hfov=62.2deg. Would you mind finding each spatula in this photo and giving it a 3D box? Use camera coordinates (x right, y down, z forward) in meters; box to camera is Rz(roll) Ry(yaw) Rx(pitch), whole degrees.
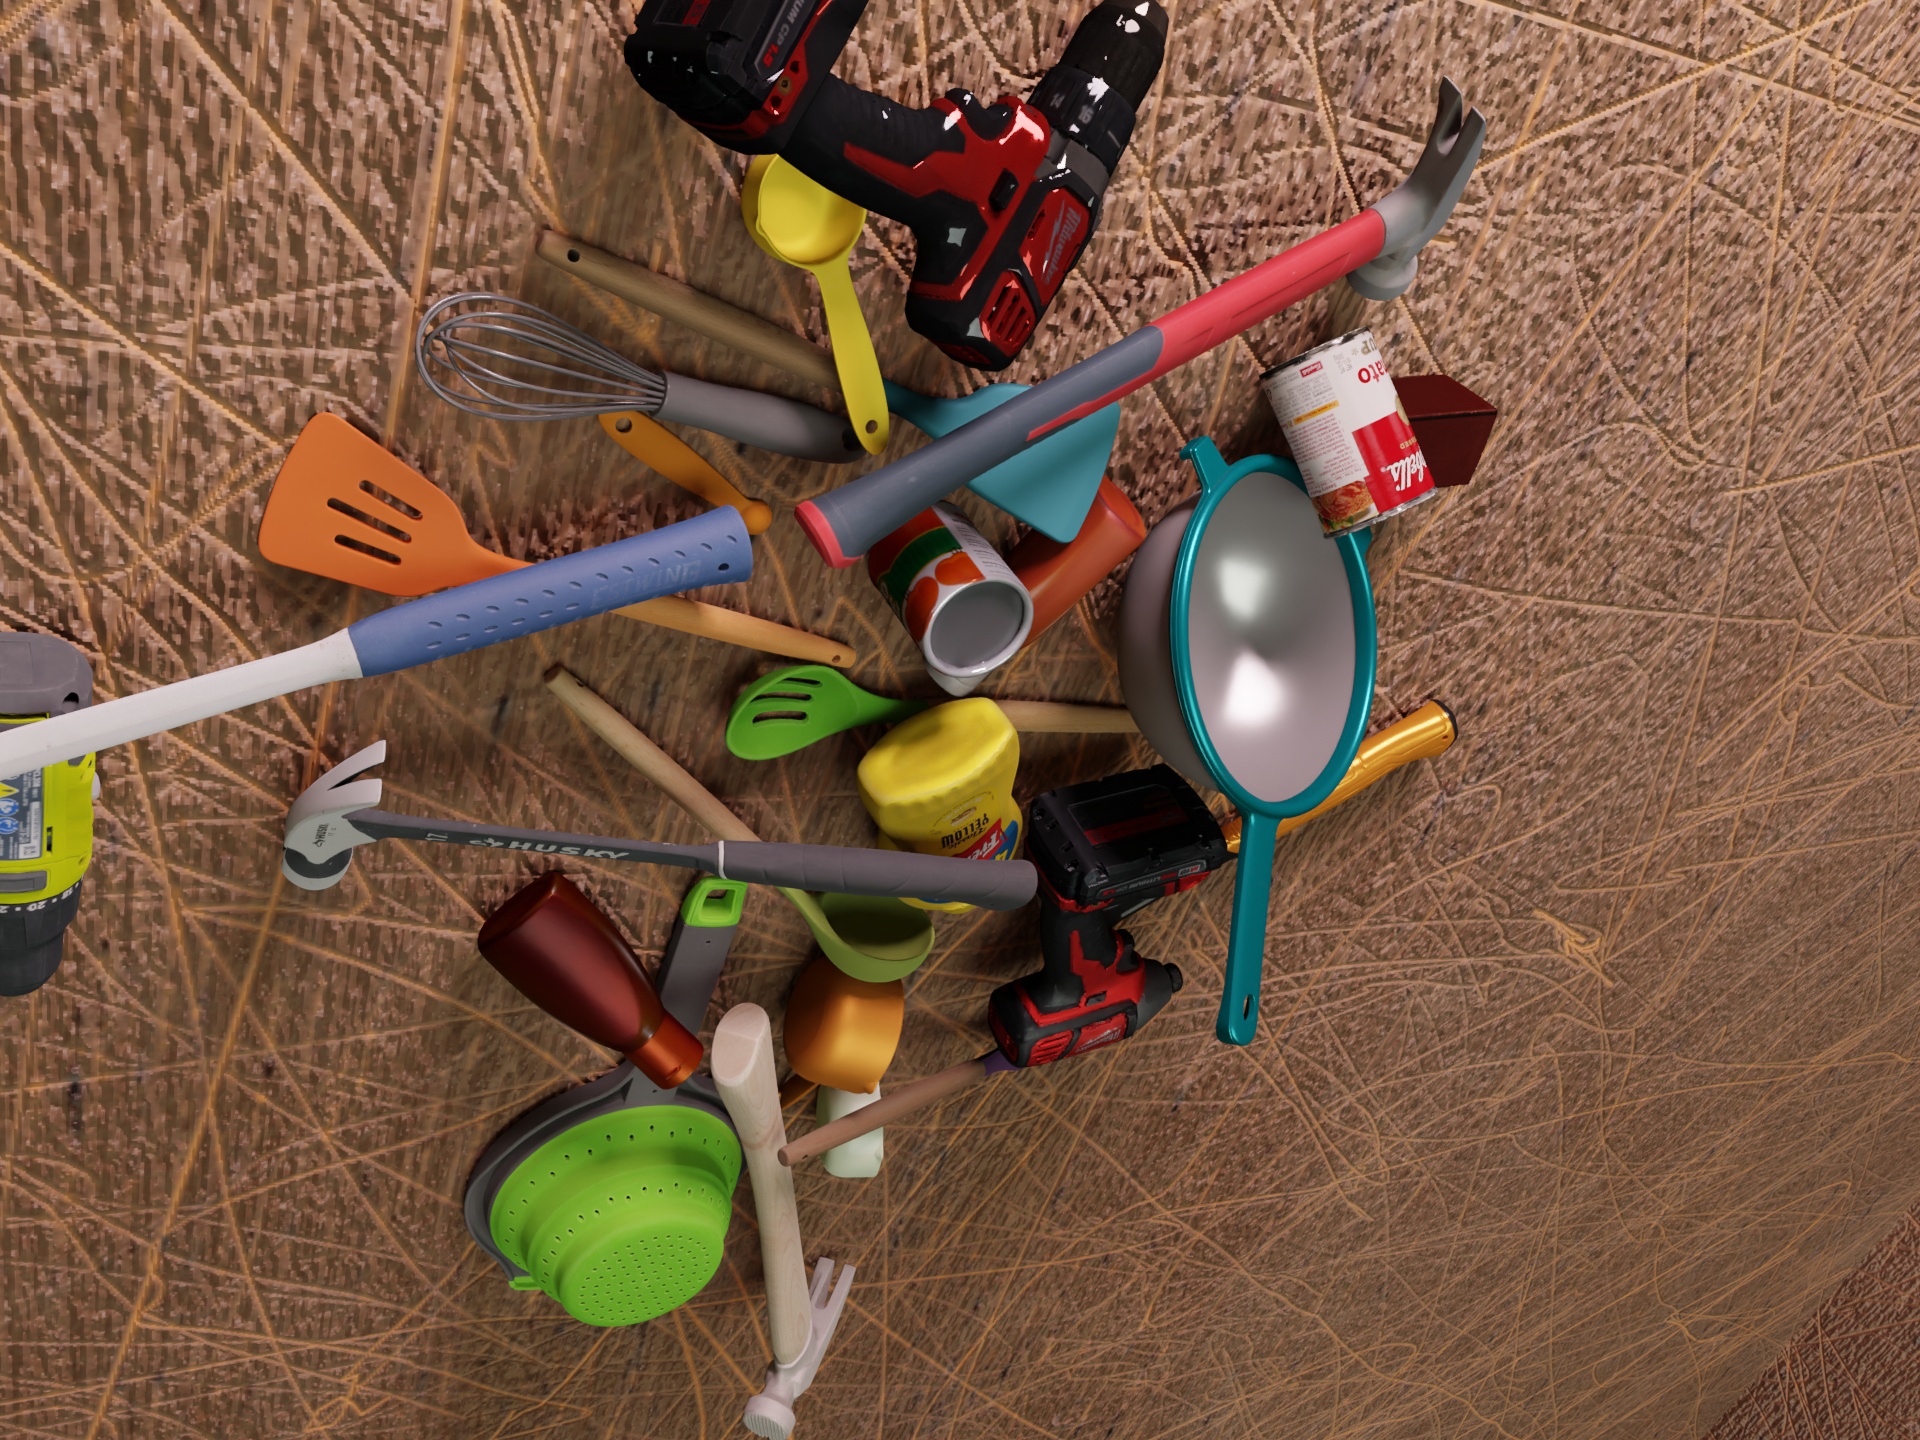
[{"bbox_3d":[-0.186,-0.071,0.821,0.322,0.041,0.081,14,117,-41],"label":"spatula"},{"bbox_3d":[-0.004,0.253,1.128,0.316,0.018,0.059,-14,132,-44],"label":"spatula"},{"bbox_3d":[-0.058,-0.174,0.790,0.317,0.044,0.082,16,97,-35],"label":"spatula"}]

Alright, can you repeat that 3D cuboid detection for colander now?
[{"bbox_3d":[-0.198,0.276,1.045,0.204,0.095,0.397,4,124,-31],"label":"colander"}]

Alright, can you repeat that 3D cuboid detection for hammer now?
[{"bbox_3d":[-0.144,0.071,0.862,0.408,0.036,0.149,8,156,-24],"label":"hammer"},{"bbox_3d":[-0.125,0.336,1.110,0.038,0.146,0.410,11,131,15],"label":"hammer"},{"bbox_3d":[0.210,0.073,1.148,0.337,0.034,0.127,-29,136,-5],"label":"hammer"},{"bbox_3d":[0.090,-0.188,0.793,0.386,0.038,0.143,-30,164,-12],"label":"hammer"},{"bbox_3d":[-0.286,-0.032,0.720,0.405,0.035,0.144,-20,134,-23],"label":"hammer"}]

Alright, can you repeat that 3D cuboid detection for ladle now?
[{"bbox_3d":[-0.123,0.062,0.942,0.062,0.078,0.319,-37,128,7],"label":"ladle"}]

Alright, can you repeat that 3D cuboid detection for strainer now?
[{"bbox_3d":[0.149,0.015,0.942,0.210,0.095,0.340,13,81,-46],"label":"strainer"}]

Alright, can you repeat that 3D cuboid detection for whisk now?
[{"bbox_3d":[-0.143,-0.153,0.760,0.238,0.055,0.055,7,122,-38],"label":"whisk"}]

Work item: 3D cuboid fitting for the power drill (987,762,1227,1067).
[{"bbox_3d":[0.100,0.139,1.063,0.143,0.079,0.219,-12,135,-21],"label":"power drill"}]

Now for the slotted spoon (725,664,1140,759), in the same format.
[{"bbox_3d":[-0.002,-0.003,0.974,0.313,0.031,0.070,2,131,-33],"label":"slotted spoon"}]

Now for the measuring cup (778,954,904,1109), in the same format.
[{"bbox_3d":[-0.104,0.221,1.076,0.052,0.095,0.173,22,134,-28],"label":"measuring cup"}]

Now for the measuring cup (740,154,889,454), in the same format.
[{"bbox_3d":[-0.064,-0.200,0.760,0.062,0.029,0.156,-31,128,-22],"label":"measuring cup"}]

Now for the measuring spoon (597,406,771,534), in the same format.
[{"bbox_3d":[-0.138,-0.126,0.807,0.021,0.011,0.116,-46,133,11],"label":"measuring spoon"}]

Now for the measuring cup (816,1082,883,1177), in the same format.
[{"bbox_3d":[-0.077,0.245,1.116,0.038,0.083,0.167,-1,111,-14],"label":"measuring cup"}]

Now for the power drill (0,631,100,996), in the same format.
[{"bbox_3d":[-0.511,0.052,0.704,0.228,0.080,0.190,0,125,-32],"label":"power drill"}]

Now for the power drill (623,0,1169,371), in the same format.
[{"bbox_3d":[-0.010,-0.282,0.693,0.226,0.080,0.188,28,92,-44],"label":"power drill"}]
